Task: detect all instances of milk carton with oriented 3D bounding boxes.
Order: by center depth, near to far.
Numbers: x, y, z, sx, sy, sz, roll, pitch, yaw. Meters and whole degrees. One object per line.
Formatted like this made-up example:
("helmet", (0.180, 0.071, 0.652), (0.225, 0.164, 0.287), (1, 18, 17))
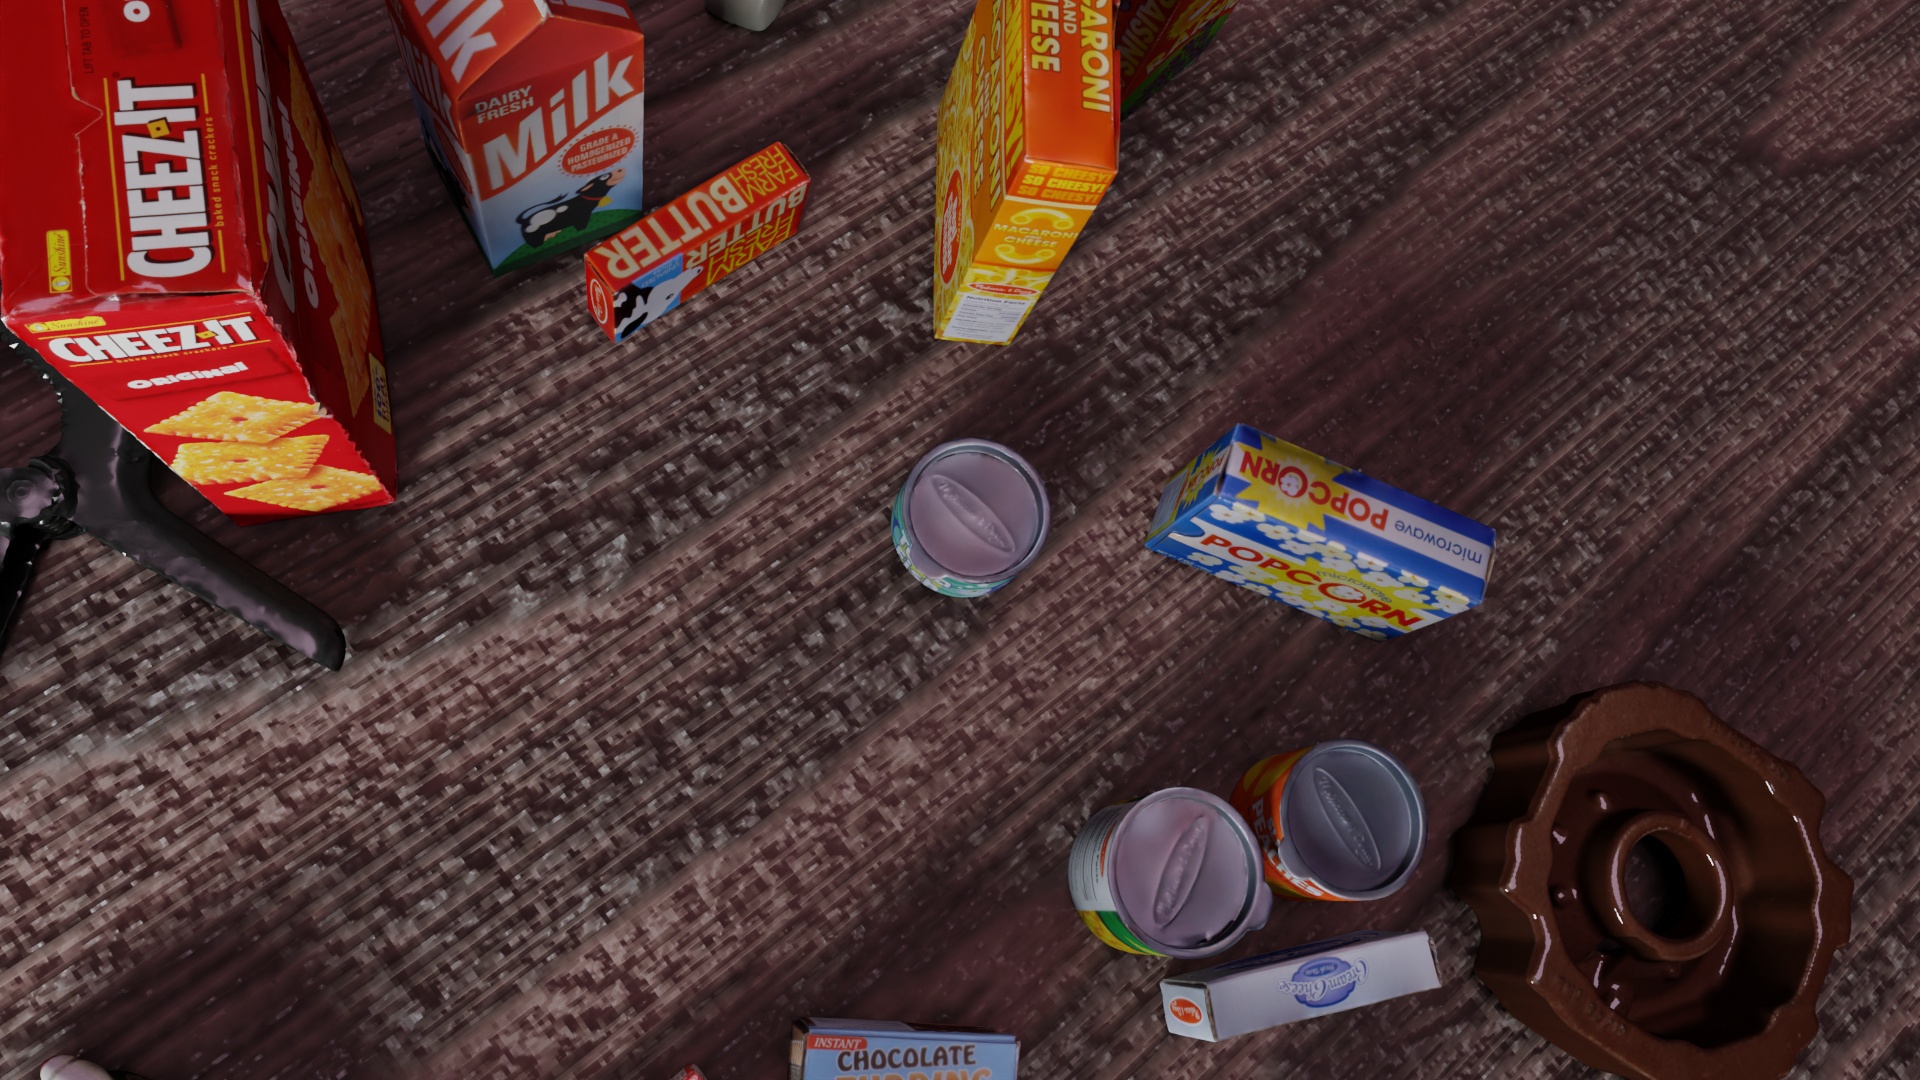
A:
("milk carton", (-0.170, -0.181, 0.534), (0.074, 0.190, 0.072), (-27, 83, -18))

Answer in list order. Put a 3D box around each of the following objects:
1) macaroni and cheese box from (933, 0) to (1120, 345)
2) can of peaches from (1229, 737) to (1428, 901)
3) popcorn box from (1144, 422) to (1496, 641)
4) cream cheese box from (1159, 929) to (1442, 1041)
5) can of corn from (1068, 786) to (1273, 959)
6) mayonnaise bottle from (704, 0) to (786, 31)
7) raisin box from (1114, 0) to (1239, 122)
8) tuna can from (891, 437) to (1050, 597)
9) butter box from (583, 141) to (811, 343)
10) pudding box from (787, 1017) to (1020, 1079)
("macaroni and cheese box", (0.024, -0.172, 0.590), (0.040, 0.166, 0.124), (4, 75, -12))
("can of peaches", (0.154, 0.122, 0.597), (0.071, 0.058, 0.071), (3, 75, -12))
("popcorn box", (0.157, 0.000, 0.617), (0.127, 0.085, 0.038), (22, 72, -7))
("cream cheese box", (0.140, 0.184, 0.579), (0.104, 0.053, 0.024), (-8, 77, -15))
("can of corn", (0.086, 0.139, 0.576), (0.071, 0.058, 0.071), (3, 75, -12))
("mayonnaise bottle", (-0.085, -0.291, 0.606), (0.041, 0.147, 0.065), (19, 72, -8))
("raisin box", (0.098, -0.253, 0.652), (0.086, 0.123, 0.040), (-42, 88, -19))
("tuna can", (0.002, -0.008, 0.610), (0.071, 0.032, 0.071), (3, 74, -12))
("butter box", (-0.115, -0.130, 0.606), (0.104, 0.053, 0.024), (-37, 86, -19))
("pudding box", (-0.023, 0.203, 0.538), (0.084, 0.049, 0.030), (7, 74, -11))
